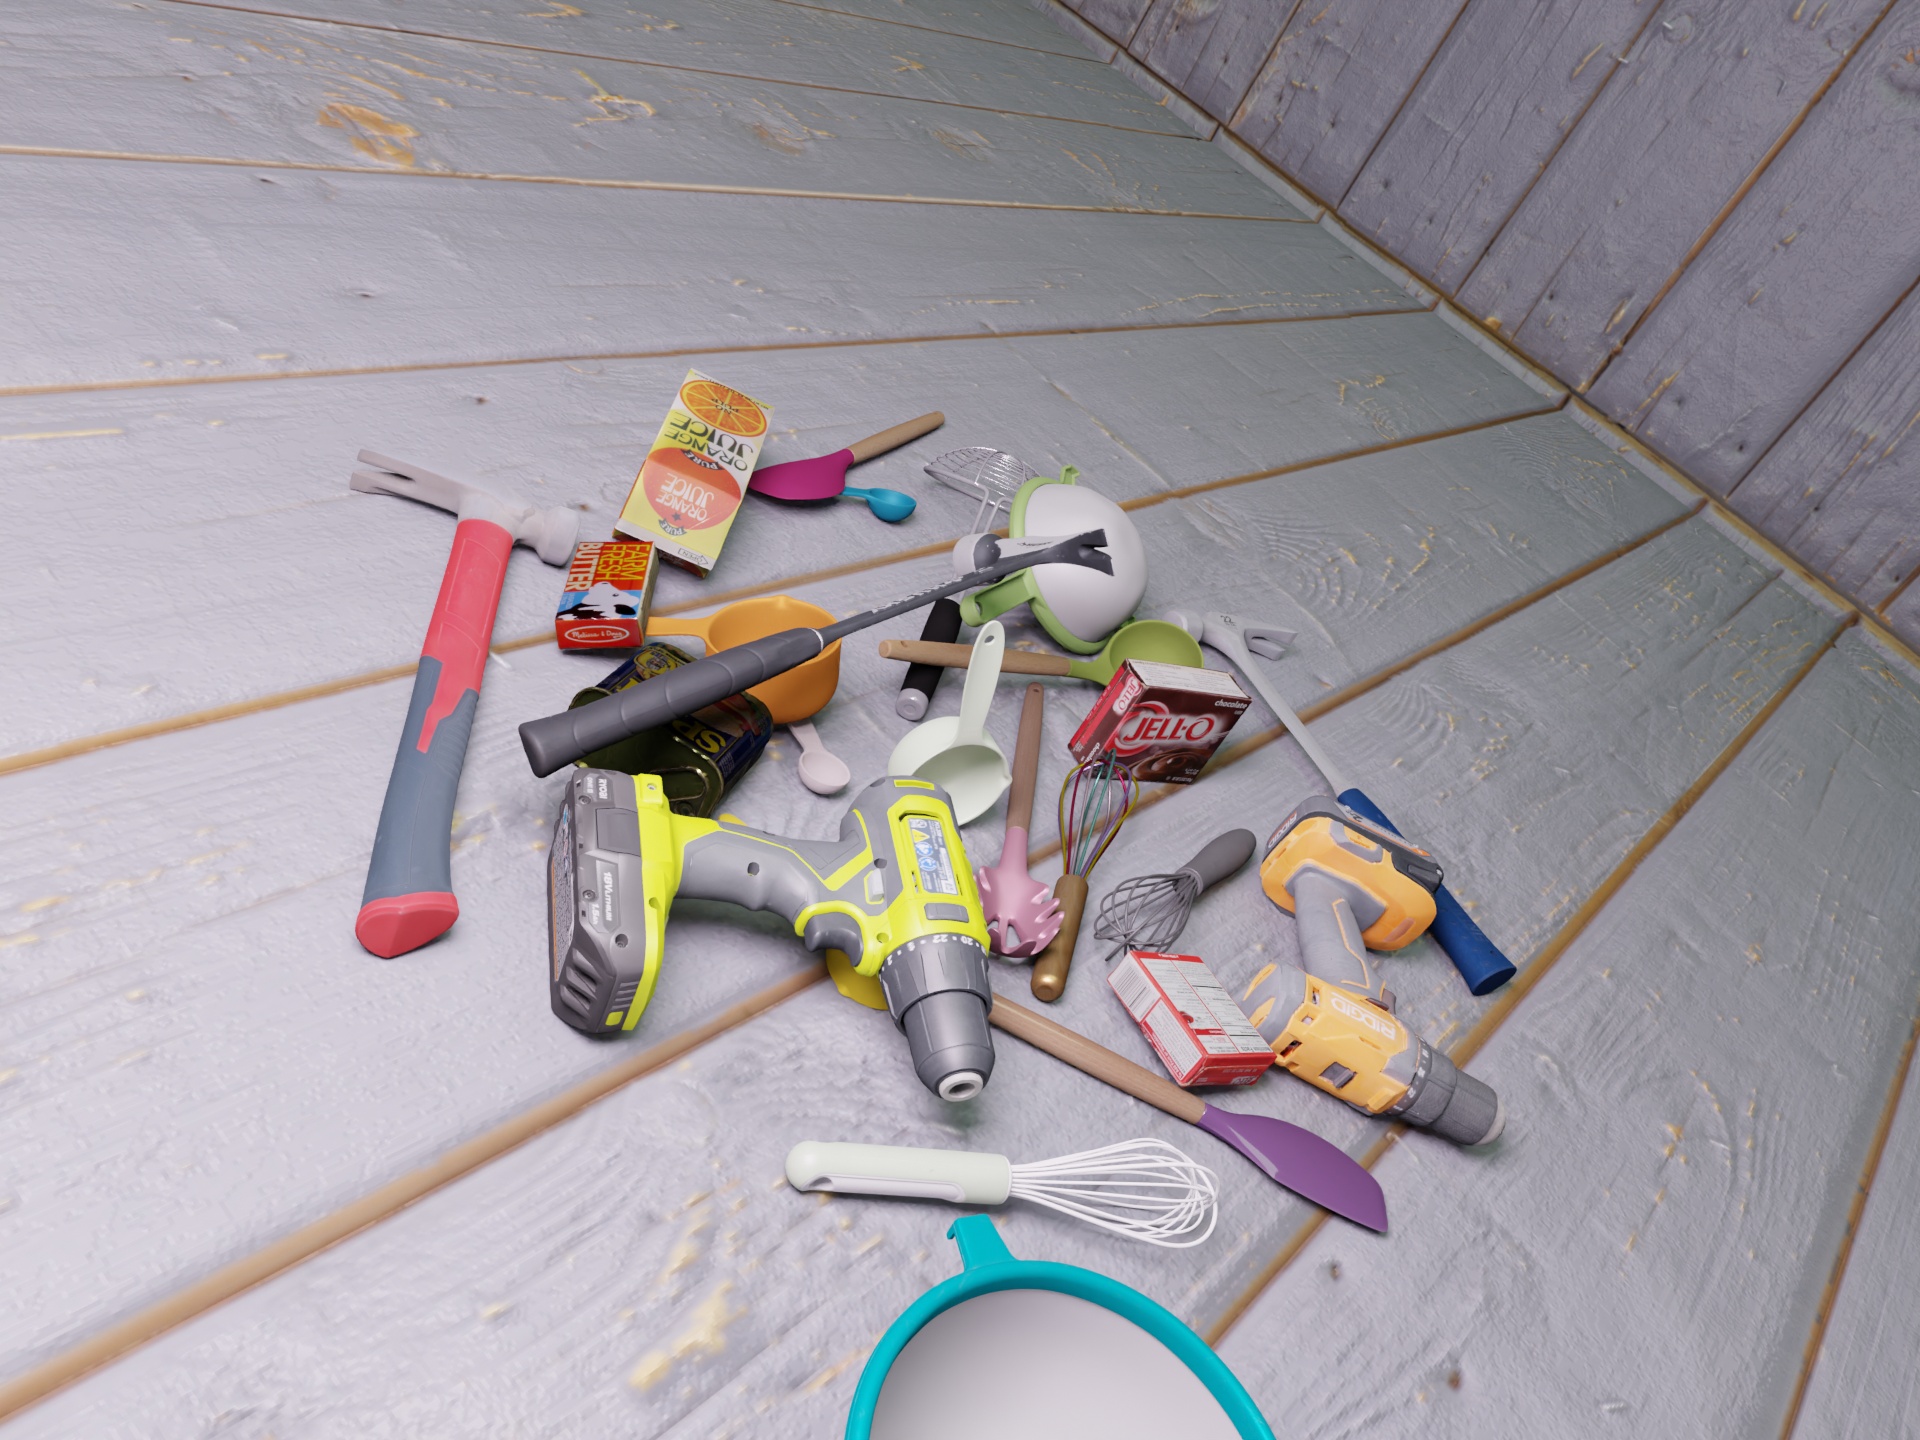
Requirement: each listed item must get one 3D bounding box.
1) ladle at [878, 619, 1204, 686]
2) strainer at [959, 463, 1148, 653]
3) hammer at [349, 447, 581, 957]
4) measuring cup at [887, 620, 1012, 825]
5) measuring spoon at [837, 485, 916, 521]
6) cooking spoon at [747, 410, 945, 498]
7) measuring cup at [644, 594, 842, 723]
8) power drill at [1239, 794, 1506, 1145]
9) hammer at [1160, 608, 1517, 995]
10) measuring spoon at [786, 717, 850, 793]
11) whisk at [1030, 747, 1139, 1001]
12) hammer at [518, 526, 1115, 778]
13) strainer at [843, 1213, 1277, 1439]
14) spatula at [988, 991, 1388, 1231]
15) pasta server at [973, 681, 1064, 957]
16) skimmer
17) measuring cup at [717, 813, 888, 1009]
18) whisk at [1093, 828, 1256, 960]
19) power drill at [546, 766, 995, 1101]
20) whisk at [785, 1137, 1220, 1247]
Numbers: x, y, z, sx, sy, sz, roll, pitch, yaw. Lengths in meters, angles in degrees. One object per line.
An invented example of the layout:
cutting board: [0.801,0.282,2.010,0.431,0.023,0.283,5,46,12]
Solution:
ladle: [0.067,-0.050,1.185,0.320,0.062,0.078,3,49,-45]
strainer: [0.083,-0.119,1.241,0.256,0.069,0.151,-31,102,-57]
hammer: [-0.303,-0.027,0.893,0.143,0.038,0.387,17,36,-20]
measuring cup: [-0.002,-0.003,0.998,0.083,0.167,0.038,-6,41,-24]
measuring spoon: [-0.098,-0.178,1.287,0.128,0.021,0.042,5,24,-22]
cooking spoon: [-0.085,-0.229,1.350,0.069,0.017,0.319,20,27,17]
measuring cup: [-0.163,-0.038,1.026,0.173,0.052,0.095,3,34,0]
power drill: [0.284,0.174,1.084,0.185,0.084,0.226,29,37,-7]
hammer: [0.317,0.053,1.307,0.144,0.035,0.406,1,44,-39]
measuring spoon: [-0.107,0.008,1.037,0.034,0.018,0.124,5,35,-35]
whisk: [0.081,0.095,1.050,0.047,0.051,0.245,34,35,-9]
hammer: [-0.076,-0.049,0.933,0.409,0.149,0.036,-25,107,-39]
strainer: [0.086,0.373,0.643,0.340,0.095,0.211,34,35,-1]
spatula: [0.119,0.219,0.940,0.316,0.018,0.060,28,28,-9]
pasta server: [0.042,0.056,1.073,0.060,0.040,0.316,17,33,-4]
skimmer: [-0.002,-0.106,1.257,0.127,0.090,0.364,24,44,-4]
measuring cup: [-0.081,0.101,0.916,0.156,0.029,0.062,43,34,12]
whisk: [0.154,0.114,1.087,0.055,0.055,0.239,43,29,15]
power drill: [-0.092,0.108,0.828,0.228,0.080,0.191,7,44,-23]
whisk: [0.028,0.237,0.817,0.246,0.057,0.059,11,46,-22]
